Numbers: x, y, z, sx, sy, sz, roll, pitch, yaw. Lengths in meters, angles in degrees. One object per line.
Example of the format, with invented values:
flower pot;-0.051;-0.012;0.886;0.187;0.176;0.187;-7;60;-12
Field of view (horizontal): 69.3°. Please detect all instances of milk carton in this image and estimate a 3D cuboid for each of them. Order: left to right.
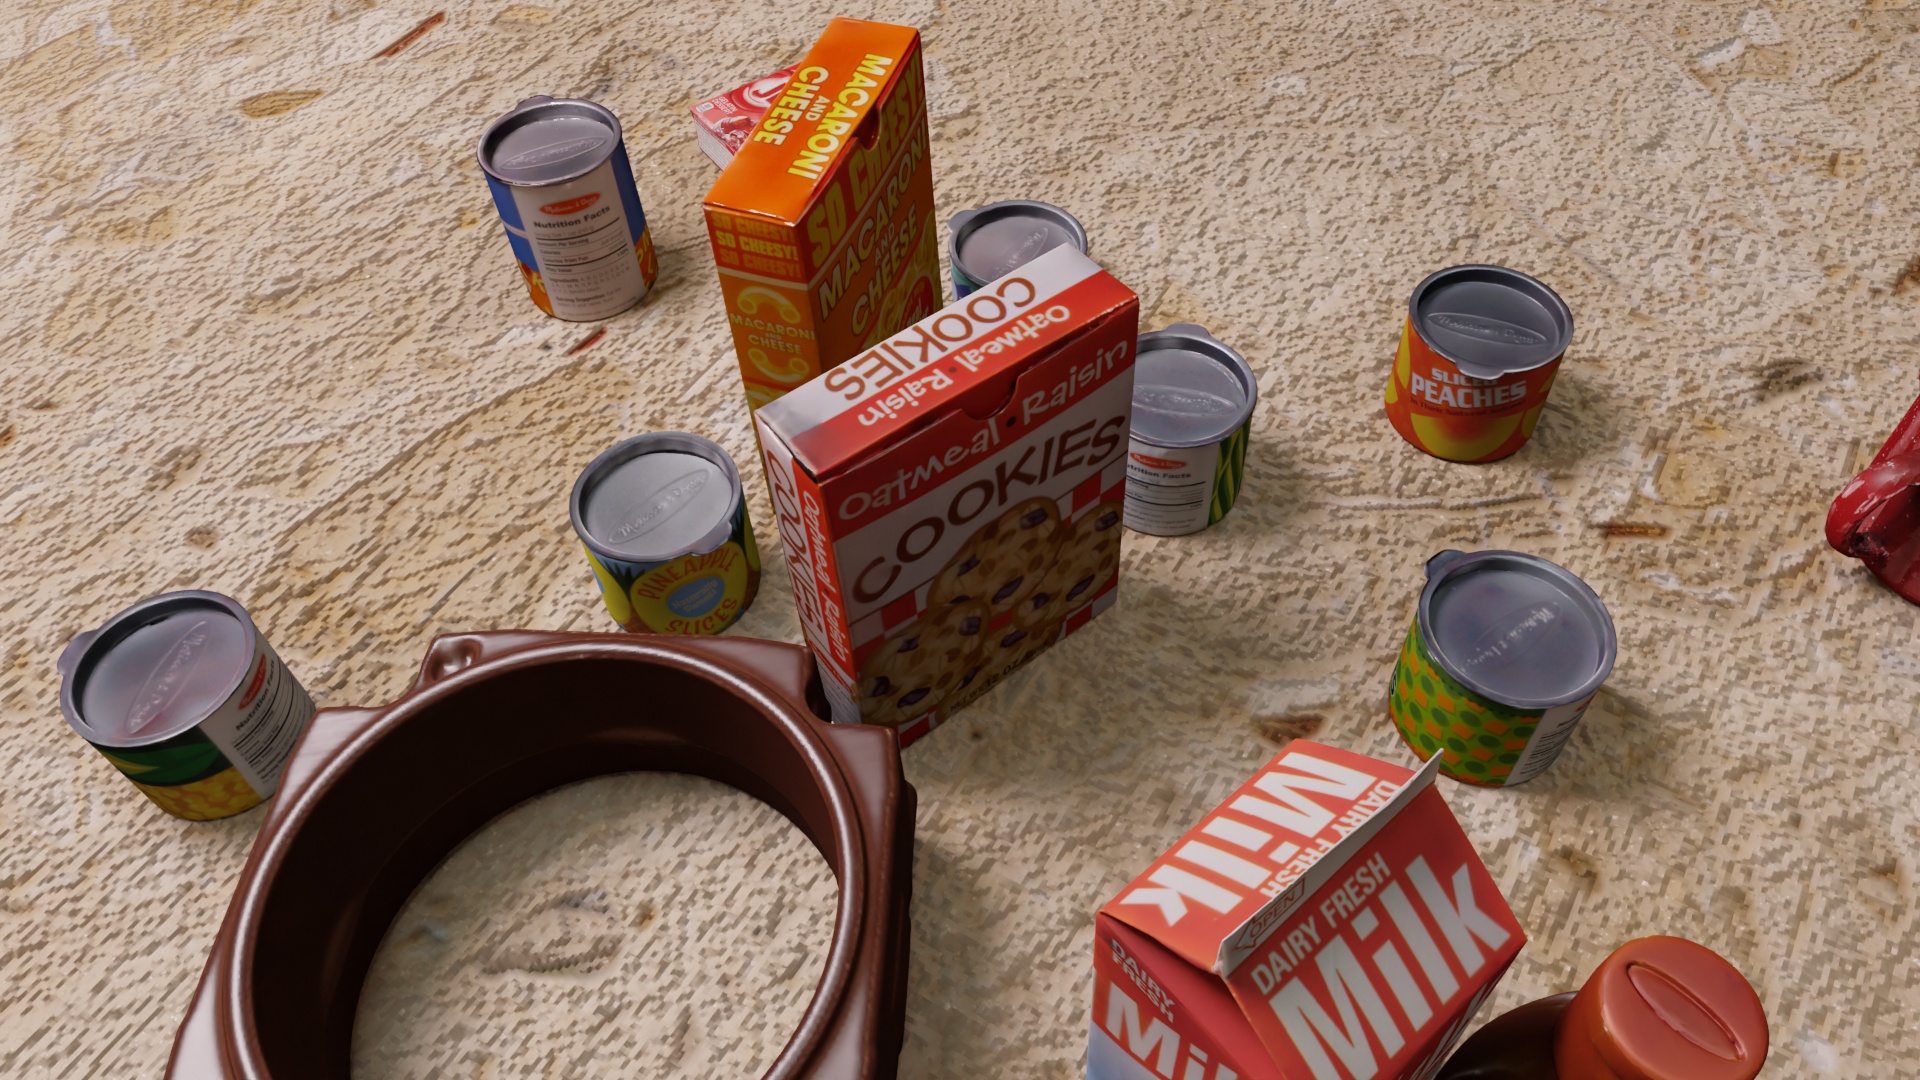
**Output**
milk carton;0.083;0.121;0.363;0.072;0.189;0.073;-34;58;-22

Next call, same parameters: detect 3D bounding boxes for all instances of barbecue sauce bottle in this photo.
barbecue sauce bottle;0.163;0.149;0.364;0.044;0.147;0.065;-34;58;-22

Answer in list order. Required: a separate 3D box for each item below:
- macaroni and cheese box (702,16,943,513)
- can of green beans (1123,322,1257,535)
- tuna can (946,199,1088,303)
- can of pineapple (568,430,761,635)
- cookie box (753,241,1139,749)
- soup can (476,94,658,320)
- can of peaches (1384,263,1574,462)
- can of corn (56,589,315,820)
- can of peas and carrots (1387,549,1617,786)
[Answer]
macaroni and cheese box;-0.047;-0.104;0.564;0.040;0.165;0.124;14;54;13
can of green beans;0.087;-0.044;0.579;0.071;0.057;0.071;-1;51;2
tuna can;0.026;-0.131;0.667;0.071;0.032;0.071;-1;51;2
can of pineapple;-0.115;0.001;0.553;0.071;0.057;0.071;-1;51;2
cookie box;0.002;-0.006;0.483;0.123;0.166;0.040;-32;57;-21
soup can;-0.187;-0.159;0.668;0.071;0.083;0.072;-1;52;2
can of peaches;0.220;-0.074;0.596;0.071;0.057;0.071;-1;51;2
can of corn;-0.284;0.061;0.513;0.071;0.058;0.071;-1;51;2
can of peas and carrots;0.191;0.045;0.502;0.071;0.058;0.071;-1;51;2
